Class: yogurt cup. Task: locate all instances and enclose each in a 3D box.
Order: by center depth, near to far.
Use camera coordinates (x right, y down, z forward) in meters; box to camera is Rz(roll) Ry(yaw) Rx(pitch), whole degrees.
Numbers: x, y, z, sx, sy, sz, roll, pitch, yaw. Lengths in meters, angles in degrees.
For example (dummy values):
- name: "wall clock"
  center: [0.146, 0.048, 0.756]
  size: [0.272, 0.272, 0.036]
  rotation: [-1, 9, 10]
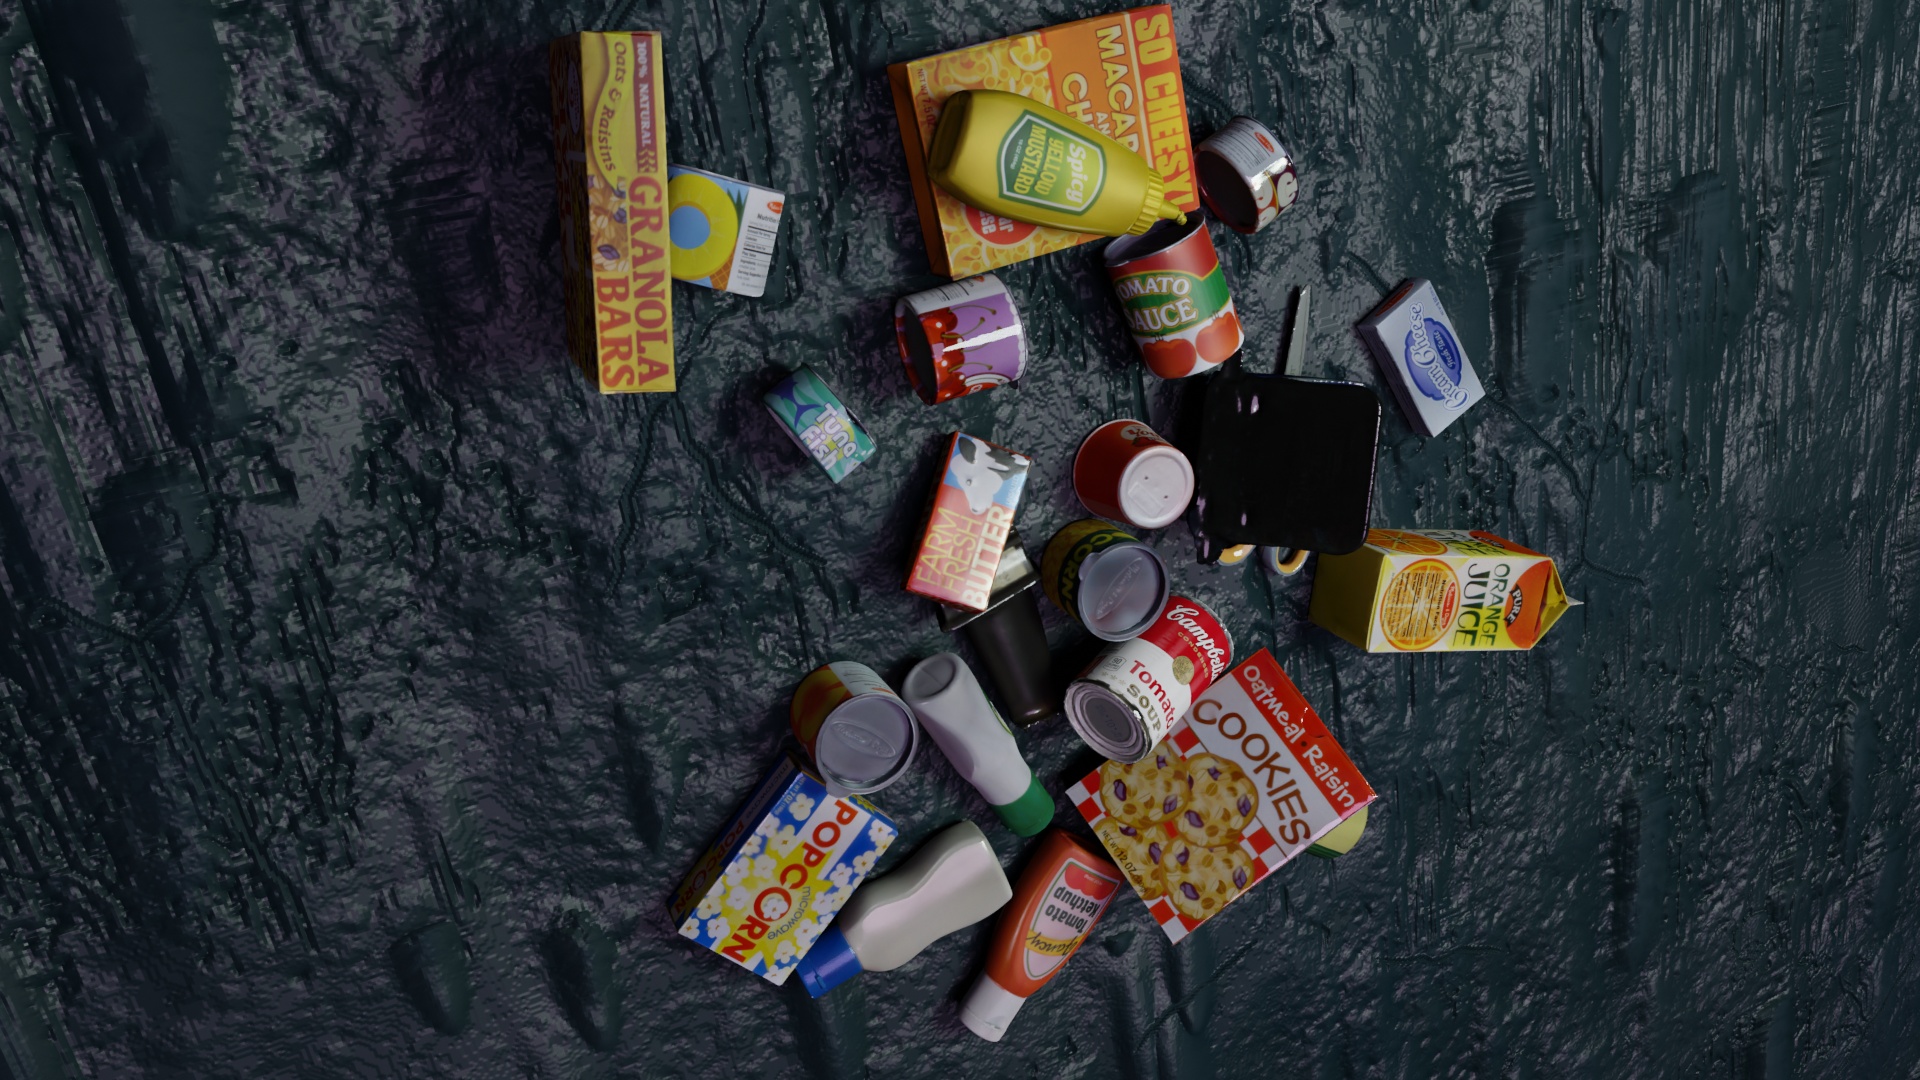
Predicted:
- name: "yogurt cup"
  center: [0.113, -0.040, 0.893]
  size: [0.072, 0.054, 0.072]
  rotation: [-7, 108, -21]

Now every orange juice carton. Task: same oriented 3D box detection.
- name: "orange juice carton"
  center: [0.357, 0.035, 1.010]
  size: [0.193, 0.072, 0.072]
  rotation: [1, 105, -23]

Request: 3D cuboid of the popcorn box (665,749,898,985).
- name: "popcorn box"
  center: [-0.112, 0.207, 0.877]
  size: [0.085, 0.038, 0.126]
  rotation: [39, 88, -28]

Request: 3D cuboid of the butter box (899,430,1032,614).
- name: "butter box"
  center: [0.003, -0.011, 0.851]
  size: [0.053, 0.024, 0.103]
  rotation: [20, 81, -15]

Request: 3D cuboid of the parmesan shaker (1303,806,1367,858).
- name: "parmesan shaker"
  center: [0.234, 0.189, 1.006]
  size: [0.103, 0.071, 0.071]
  rotation: [24, 95, -28]

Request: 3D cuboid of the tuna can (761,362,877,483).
- name: "tuna can"
  center: [-0.080, -0.066, 0.792]
  size: [0.033, 0.071, 0.071]
  rotation: [-42, 117, -5]

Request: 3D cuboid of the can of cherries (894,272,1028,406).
- name: "can of cherries"
  center: [0.000, -0.115, 0.814]
  size: [0.058, 0.071, 0.071]
  rotation: [-19, 112, -17]

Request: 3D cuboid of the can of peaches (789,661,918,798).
- name: "can of peaches"
  center: [-0.068, 0.116, 0.859]
  size: [0.071, 0.058, 0.071]
  rotation: [-7, 109, -22]

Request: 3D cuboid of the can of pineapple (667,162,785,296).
- name: "can of pineapple"
  center: [-0.134, -0.167, 0.743]
  size: [0.071, 0.071, 0.057]
  rotation: [9, 102, -25]

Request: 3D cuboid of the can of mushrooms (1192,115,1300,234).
- name: "can of mushrooms"
  center: [0.176, -0.224, 0.860]
  size: [0.033, 0.071, 0.071]
  rotation: [-38, 116, -9]

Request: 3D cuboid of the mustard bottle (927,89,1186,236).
- name: "mustard bottle"
  center: [0.064, -0.204, 0.779]
  size: [0.160, 0.049, 0.065]
  rotation: [11, 103, -25]

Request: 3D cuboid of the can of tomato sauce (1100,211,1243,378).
- name: "can of tomato sauce"
  center: [0.131, -0.150, 0.860]
  size: [0.071, 0.071, 0.082]
  rotation: [-31, 116, -12]

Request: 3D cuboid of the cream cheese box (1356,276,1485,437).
- name: "cream cheese box"
  center: [0.324, -0.127, 0.975]
  size: [0.053, 0.024, 0.103]
  rotation: [-40, 116, -6]

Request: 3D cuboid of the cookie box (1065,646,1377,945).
- name: "cookie box"
  center: [0.174, 0.171, 0.937]
  size: [0.167, 0.040, 0.123]
  rotation: [-36, 77, 2]

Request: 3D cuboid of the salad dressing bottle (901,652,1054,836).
- name: "salad dressing bottle"
  center: [0.015, 0.136, 0.902]
  size: [0.044, 0.064, 0.147]
  rotation: [-42, 125, -14]

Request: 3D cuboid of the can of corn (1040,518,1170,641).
- name: "can of corn"
  center: [0.091, 0.023, 0.899]
  size: [0.071, 0.058, 0.071]
  rotation: [-7, 108, -21]

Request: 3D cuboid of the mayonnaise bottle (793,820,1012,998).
- name: "mayonnaise bottle"
  center: [-0.041, 0.248, 0.920]
  size: [0.148, 0.041, 0.064]
  rotation: [-29, 113, -12]

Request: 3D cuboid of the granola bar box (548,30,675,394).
- name: "granola bar box"
  center: [-0.175, -0.164, 0.692]
  size: [0.039, 0.124, 0.165]
  rotation: [-6, 107, -21]

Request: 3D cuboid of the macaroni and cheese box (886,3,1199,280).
- name: "macaroni and cheese box"
  center: [0.051, -0.236, 0.816]
  size: [0.167, 0.040, 0.123]
  rotation: [-19, 112, -17]

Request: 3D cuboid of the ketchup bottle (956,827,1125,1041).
- name: "ketchup bottle"
  center: [0.051, 0.276, 0.966]
  size: [0.064, 0.043, 0.148]
  rotation: [32, 92, -27]
